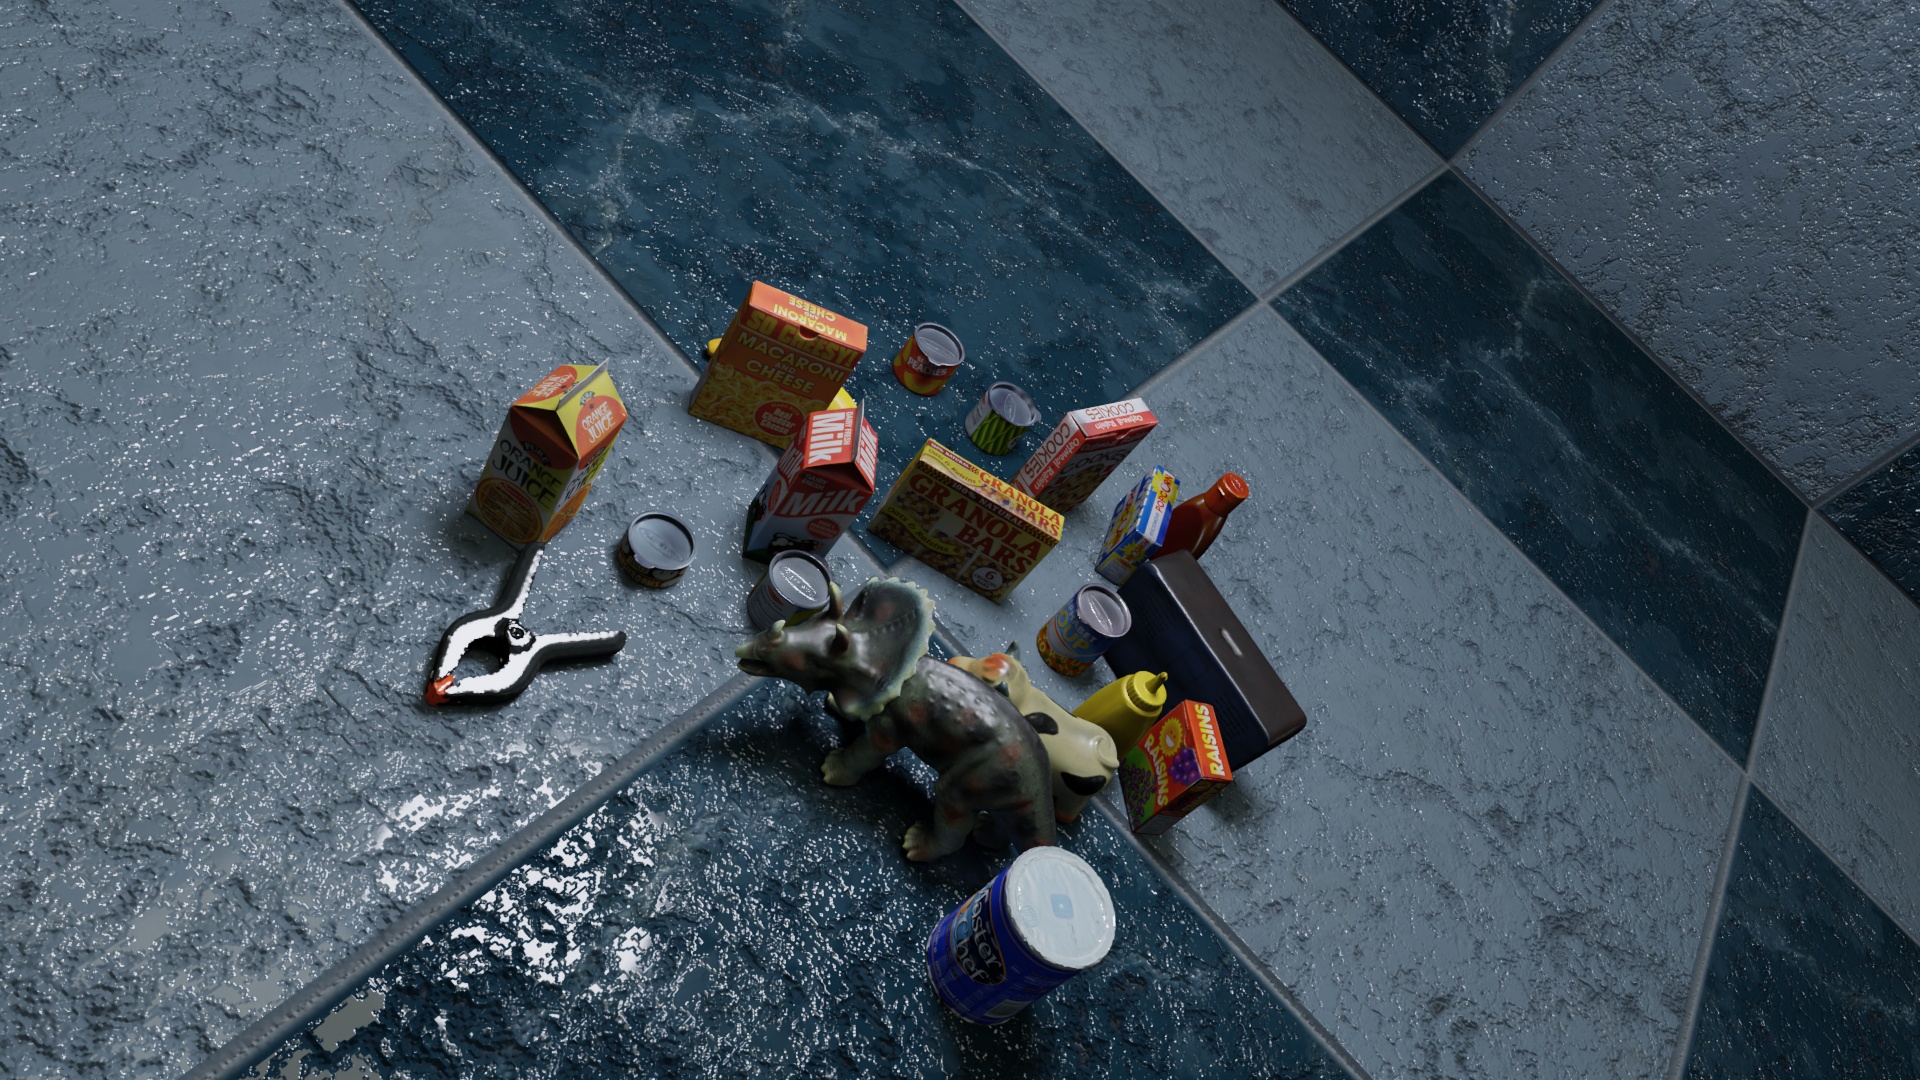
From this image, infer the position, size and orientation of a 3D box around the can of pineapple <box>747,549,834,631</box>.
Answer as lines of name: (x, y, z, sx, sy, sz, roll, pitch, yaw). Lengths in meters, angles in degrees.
can of pineapple: (-0.158, 0.051, 1.307, 0.071, 0.057, 0.071, 20, 46, -22)

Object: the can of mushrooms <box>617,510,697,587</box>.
can of mushrooms: (-0.279, 0.009, 1.273, 0.071, 0.033, 0.071, 20, 46, -21)

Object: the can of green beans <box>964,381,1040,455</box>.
can of green beans: (0.047, -0.141, 1.617, 0.071, 0.057, 0.071, 20, 46, -22)

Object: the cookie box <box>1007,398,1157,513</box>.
cookie box: (0.127, -0.086, 1.546, 0.123, 0.166, 0.040, -16, 66, -43)

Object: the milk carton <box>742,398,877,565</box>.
milk carton: (-0.135, -0.051, 1.312, 0.073, 0.189, 0.073, 20, 46, -21)

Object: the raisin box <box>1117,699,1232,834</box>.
raisin box: (0.209, 0.225, 1.374, 0.040, 0.122, 0.086, 13, 49, -27)

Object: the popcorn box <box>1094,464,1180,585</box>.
popcorn box: (0.205, -0.018, 1.606, 0.038, 0.084, 0.127, 34, 42, -8)

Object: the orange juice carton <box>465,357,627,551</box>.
orange juice carton: (-0.347, -0.077, 1.180, 0.073, 0.191, 0.072, 38, 42, -3)

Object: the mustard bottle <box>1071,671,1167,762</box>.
mustard bottle: (0.159, 0.169, 1.358, 0.065, 0.159, 0.049, 28, 43, -14)

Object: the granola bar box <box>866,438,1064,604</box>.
granola bar box: (0.005, -0.018, 1.433, 0.165, 0.123, 0.039, 30, 43, -11)

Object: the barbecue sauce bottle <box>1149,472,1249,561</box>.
barbecue sauce bottle: (0.275, -0.021, 1.611, 0.044, 0.147, 0.065, -8, 60, -40)

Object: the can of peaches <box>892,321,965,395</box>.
can of peaches: (-0.038, -0.209, 1.613, 0.071, 0.057, 0.071, 20, 46, -22)

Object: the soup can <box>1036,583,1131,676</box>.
soup can: (0.126, 0.094, 1.455, 0.071, 0.083, 0.072, 20, 46, -22)

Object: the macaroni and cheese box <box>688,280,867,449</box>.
macaroni and cheese box: (-0.184, -0.170, 1.395, 0.124, 0.165, 0.040, 20, 46, -21)
